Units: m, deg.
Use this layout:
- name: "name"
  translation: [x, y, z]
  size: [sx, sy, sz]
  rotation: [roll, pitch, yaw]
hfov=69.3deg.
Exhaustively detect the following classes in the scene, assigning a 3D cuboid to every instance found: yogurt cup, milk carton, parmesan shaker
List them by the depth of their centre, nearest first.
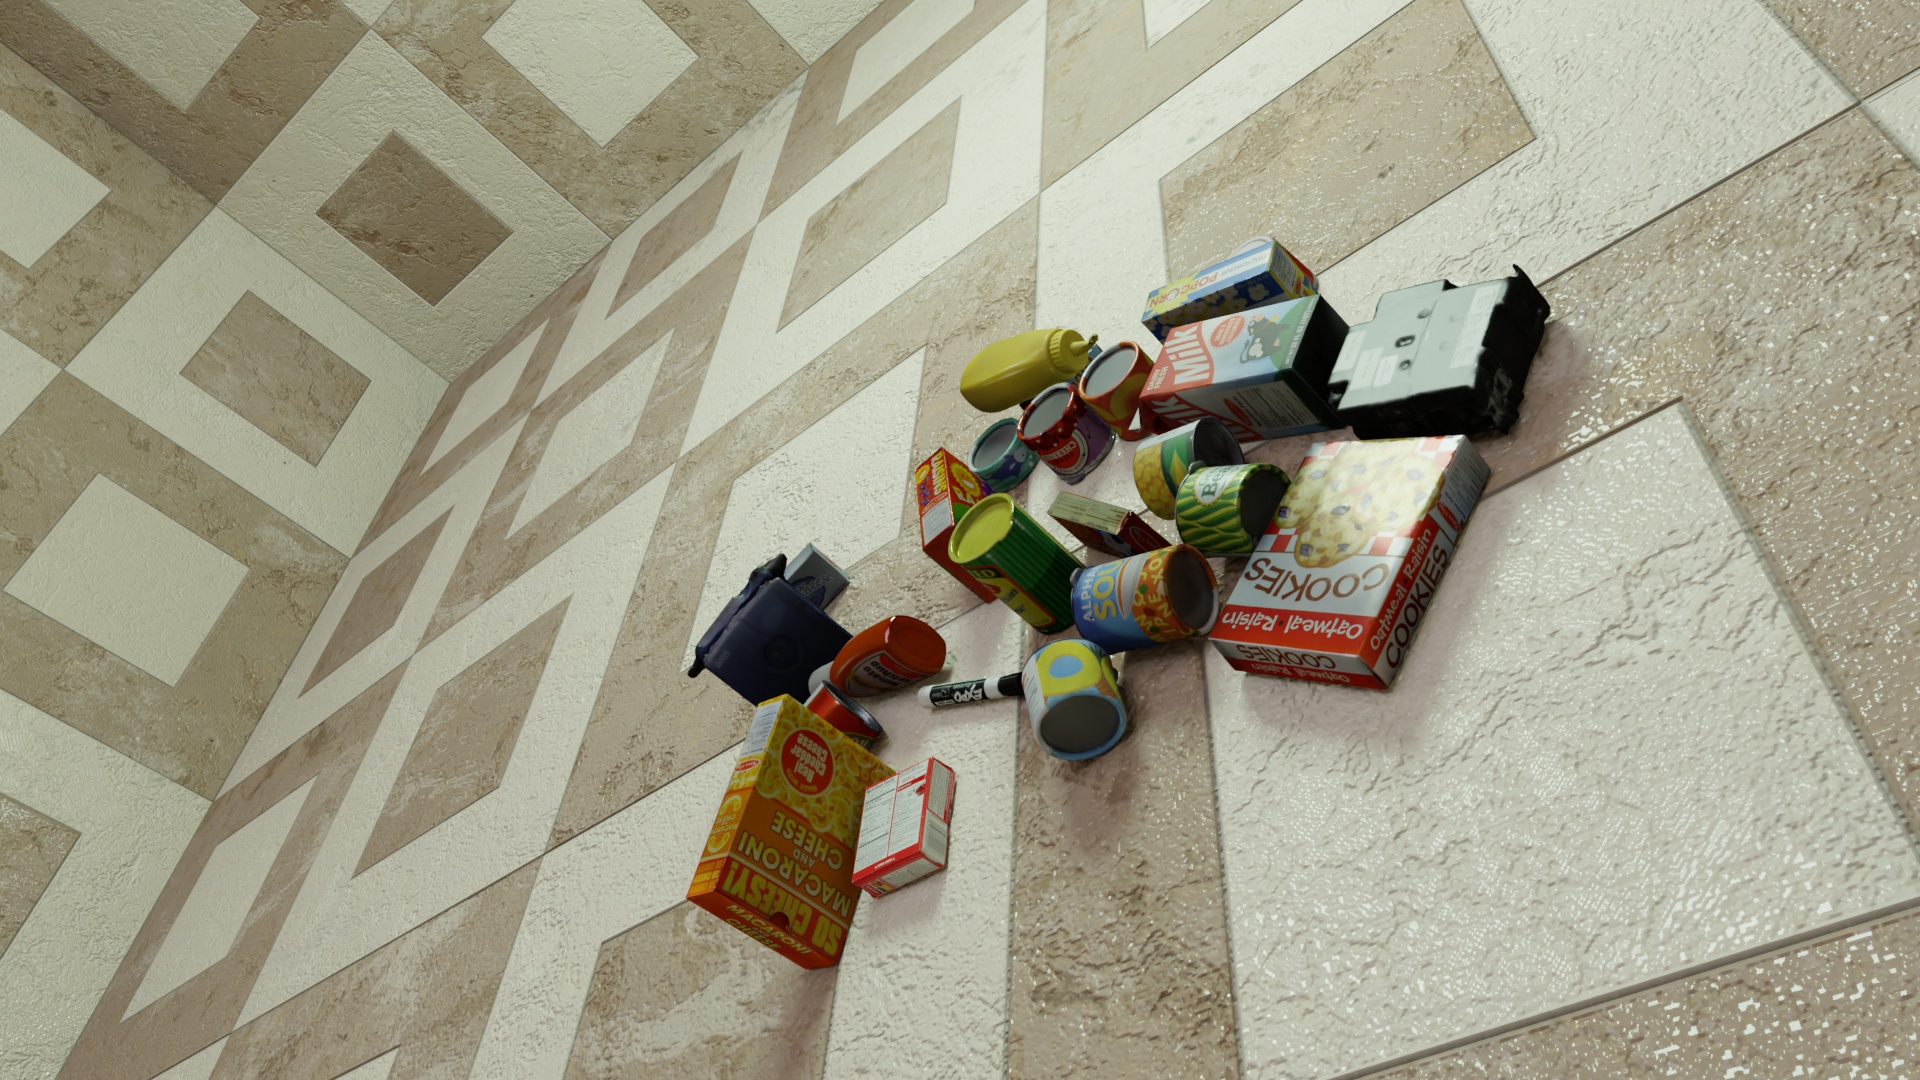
- name: "milk carton"
  translation: [0.209, -0.124, 1.071]
  size: [0.190, 0.073, 0.072]
  rotation: [-6, 51, 51]
- name: "parmesan shaker"
  translation: [0.050, 0.020, 1.083]
  size: [0.071, 0.103, 0.072]
  rotation: [-35, 31, 25]
- name: "yogurt cup"
  translation: [0.251, -0.214, 1.146]
  size: [0.072, 0.054, 0.073]
  rotation: [-34, 32, 25]

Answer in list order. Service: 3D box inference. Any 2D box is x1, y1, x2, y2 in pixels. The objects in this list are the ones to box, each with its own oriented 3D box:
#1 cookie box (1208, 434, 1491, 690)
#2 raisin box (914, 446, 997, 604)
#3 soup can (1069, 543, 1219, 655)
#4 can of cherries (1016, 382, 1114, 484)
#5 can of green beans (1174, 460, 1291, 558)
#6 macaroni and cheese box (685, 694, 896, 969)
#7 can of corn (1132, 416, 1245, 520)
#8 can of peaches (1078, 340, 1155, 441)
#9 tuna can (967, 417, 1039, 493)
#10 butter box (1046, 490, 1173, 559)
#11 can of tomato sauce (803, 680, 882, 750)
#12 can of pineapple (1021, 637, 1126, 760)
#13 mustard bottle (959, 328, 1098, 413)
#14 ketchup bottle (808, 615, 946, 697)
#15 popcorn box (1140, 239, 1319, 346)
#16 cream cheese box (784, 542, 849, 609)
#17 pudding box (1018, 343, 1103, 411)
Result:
- name: "cookie box"
  translation: [0.248, 0.012, 0.889]
  size: [0.123, 0.040, 0.168]
  rotation: [2, 55, 55]
- name: "raisin box"
  translation: [0.004, -0.015, 1.207]
  size: [0.040, 0.086, 0.124]
  rotation: [-39, 30, 20]
- name: "soup can"
  translation: [0.129, 0.041, 0.982]
  size: [0.083, 0.071, 0.072]
  rotation: [-18, 41, 43]
- name: "can of cherries"
  translation: [0.091, -0.094, 1.213]
  size: [0.071, 0.058, 0.072]
  rotation: [-34, 31, 24]
- name: "can of green beans"
  translation: [0.194, -0.020, 0.973]
  size: [0.058, 0.071, 0.071]
  rotation: [-2, 52, 53]
- name: "macaroni and cheese box"
  translation: [-0.124, 0.220, 1.055]
  size: [0.040, 0.123, 0.167]
  rotation: [-24, 37, 40]
- name: "can of corn"
  translation: [0.172, -0.051, 1.044]
  size: [0.058, 0.071, 0.071]
  rotation: [-20, 39, 43]
- name: "can of peaches"
  translation: [0.144, -0.127, 1.182]
  size: [0.071, 0.058, 0.071]
  rotation: [-34, 31, 24]
- name: "tuna can"
  translation: [0.042, -0.081, 1.291]
  size: [0.071, 0.032, 0.071]
  rotation: [-34, 32, 25]
- name: "butter box"
  translation: [0.115, -0.009, 1.082]
  size: [0.024, 0.053, 0.103]
  rotation: [-56, 29, -8]
- name: "can of tomato sauce"
  translation: [-0.115, 0.171, 1.166]
  size: [0.083, 0.071, 0.071]
  rotation: [-50, 28, -1]
- name: "can of pineapple"
  translation: [0.081, 0.111, 0.970]
  size: [0.071, 0.071, 0.058]
  rotation: [-38, 31, 18]
- name: "mustard bottle"
  translation: [0.069, -0.161, 1.271]
  size: [0.160, 0.048, 0.065]
  rotation: [-12, 45, 47]
- name: "ketchup bottle"
  translation: [-0.078, 0.108, 1.198]
  size: [0.148, 0.064, 0.044]
  rotation: [-29, 39, 47]
- name: "popcorn box"
  translation: [0.221, -0.180, 1.113]
  size: [0.126, 0.085, 0.038]
  rotation: [-16, 43, 44]
- name: "cream cheese box"
  translation: [-0.165, 0.057, 1.385]
  size: [0.103, 0.053, 0.024]
  rotation: [-46, 26, 5]
- name: "pudding box"
  translation: [0.099, -0.145, 1.295]
  size: [0.084, 0.030, 0.050]
  rotation: [-52, 29, -6]
